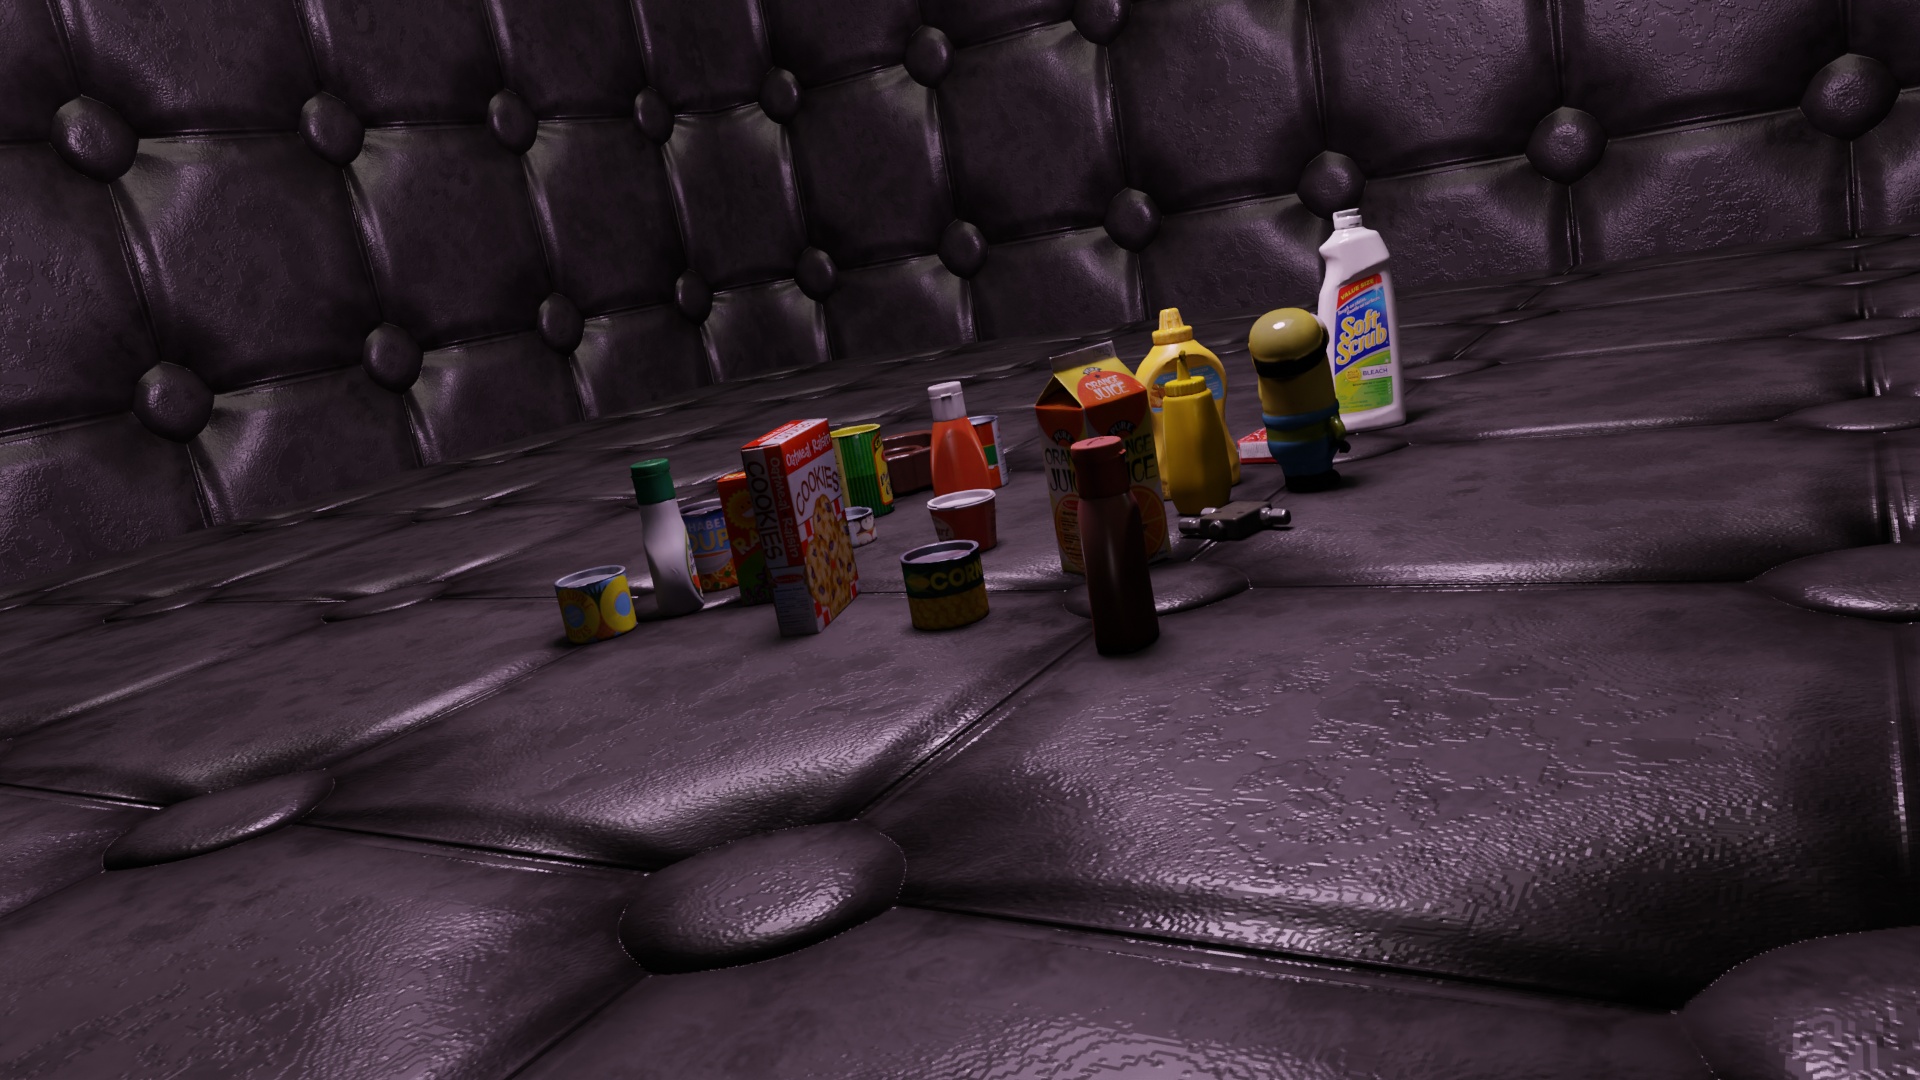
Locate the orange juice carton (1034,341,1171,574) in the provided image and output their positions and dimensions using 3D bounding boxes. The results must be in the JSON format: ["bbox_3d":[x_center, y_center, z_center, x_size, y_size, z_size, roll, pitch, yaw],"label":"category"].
[{"bbox_3d":[0.120,-0.071,1.199,0.072,0.192,0.073,-18,14,-30],"label":"orange juice carton"}]

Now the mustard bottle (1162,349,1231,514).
[{"bbox_3d":[0.225,-0.107,1.350,0.049,0.159,0.065,0,16,40],"label":"mustard bottle"}]

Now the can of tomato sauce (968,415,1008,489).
[{"bbox_3d":[0.018,-0.104,1.680,0.071,0.083,0.071,-10,12,2],"label":"can of tomato sauce"}]

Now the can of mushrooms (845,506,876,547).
[{"bbox_3d":[-0.124,-0.013,1.507,0.071,0.033,0.071,-10,12,2],"label":"can of mushrooms"}]

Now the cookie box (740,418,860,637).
[{"bbox_3d":[-0.138,-0.015,1.219,0.040,0.167,0.123,-7,13,15],"label":"cookie box"}]

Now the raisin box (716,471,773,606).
[{"bbox_3d":[-0.174,-0.007,1.312,0.086,0.123,0.040,-9,12,7],"label":"raisin box"}]

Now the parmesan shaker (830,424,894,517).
[{"bbox_3d":[-0.119,-0.080,1.640,0.071,0.103,0.071,-10,12,2],"label":"parmesan shaker"}]

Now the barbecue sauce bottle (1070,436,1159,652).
[{"bbox_3d":[0.109,0.001,0.991,0.043,0.148,0.065,-5,13,25],"label":"barbecue sauce bottle"}]

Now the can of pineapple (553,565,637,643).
[{"bbox_3d":[-0.343,0.060,1.303,0.071,0.057,0.071,-10,12,2],"label":"can of pineapple"}]

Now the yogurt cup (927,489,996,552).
[{"bbox_3d":[0.005,-0.017,1.374,0.072,0.053,0.072,-10,12,2],"label":"yogurt cup"}]

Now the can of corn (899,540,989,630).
[{"bbox_3d":[-0.011,0.037,1.139,0.071,0.058,0.071,-10,12,2],"label":"can of corn"}]

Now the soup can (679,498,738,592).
[{"bbox_3d":[-0.252,0.005,1.415,0.071,0.083,0.071,-10,12,2],"label":"soup can"}]

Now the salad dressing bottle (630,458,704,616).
[{"bbox_3d":[-0.282,-0.004,1.330,0.044,0.147,0.064,-12,12,-9],"label":"salad dressing bottle"}]

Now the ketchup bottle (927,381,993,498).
[{"bbox_3d":[-0.005,-0.097,1.517,0.065,0.148,0.043,-11,12,-1],"label":"ketchup bottle"}]
